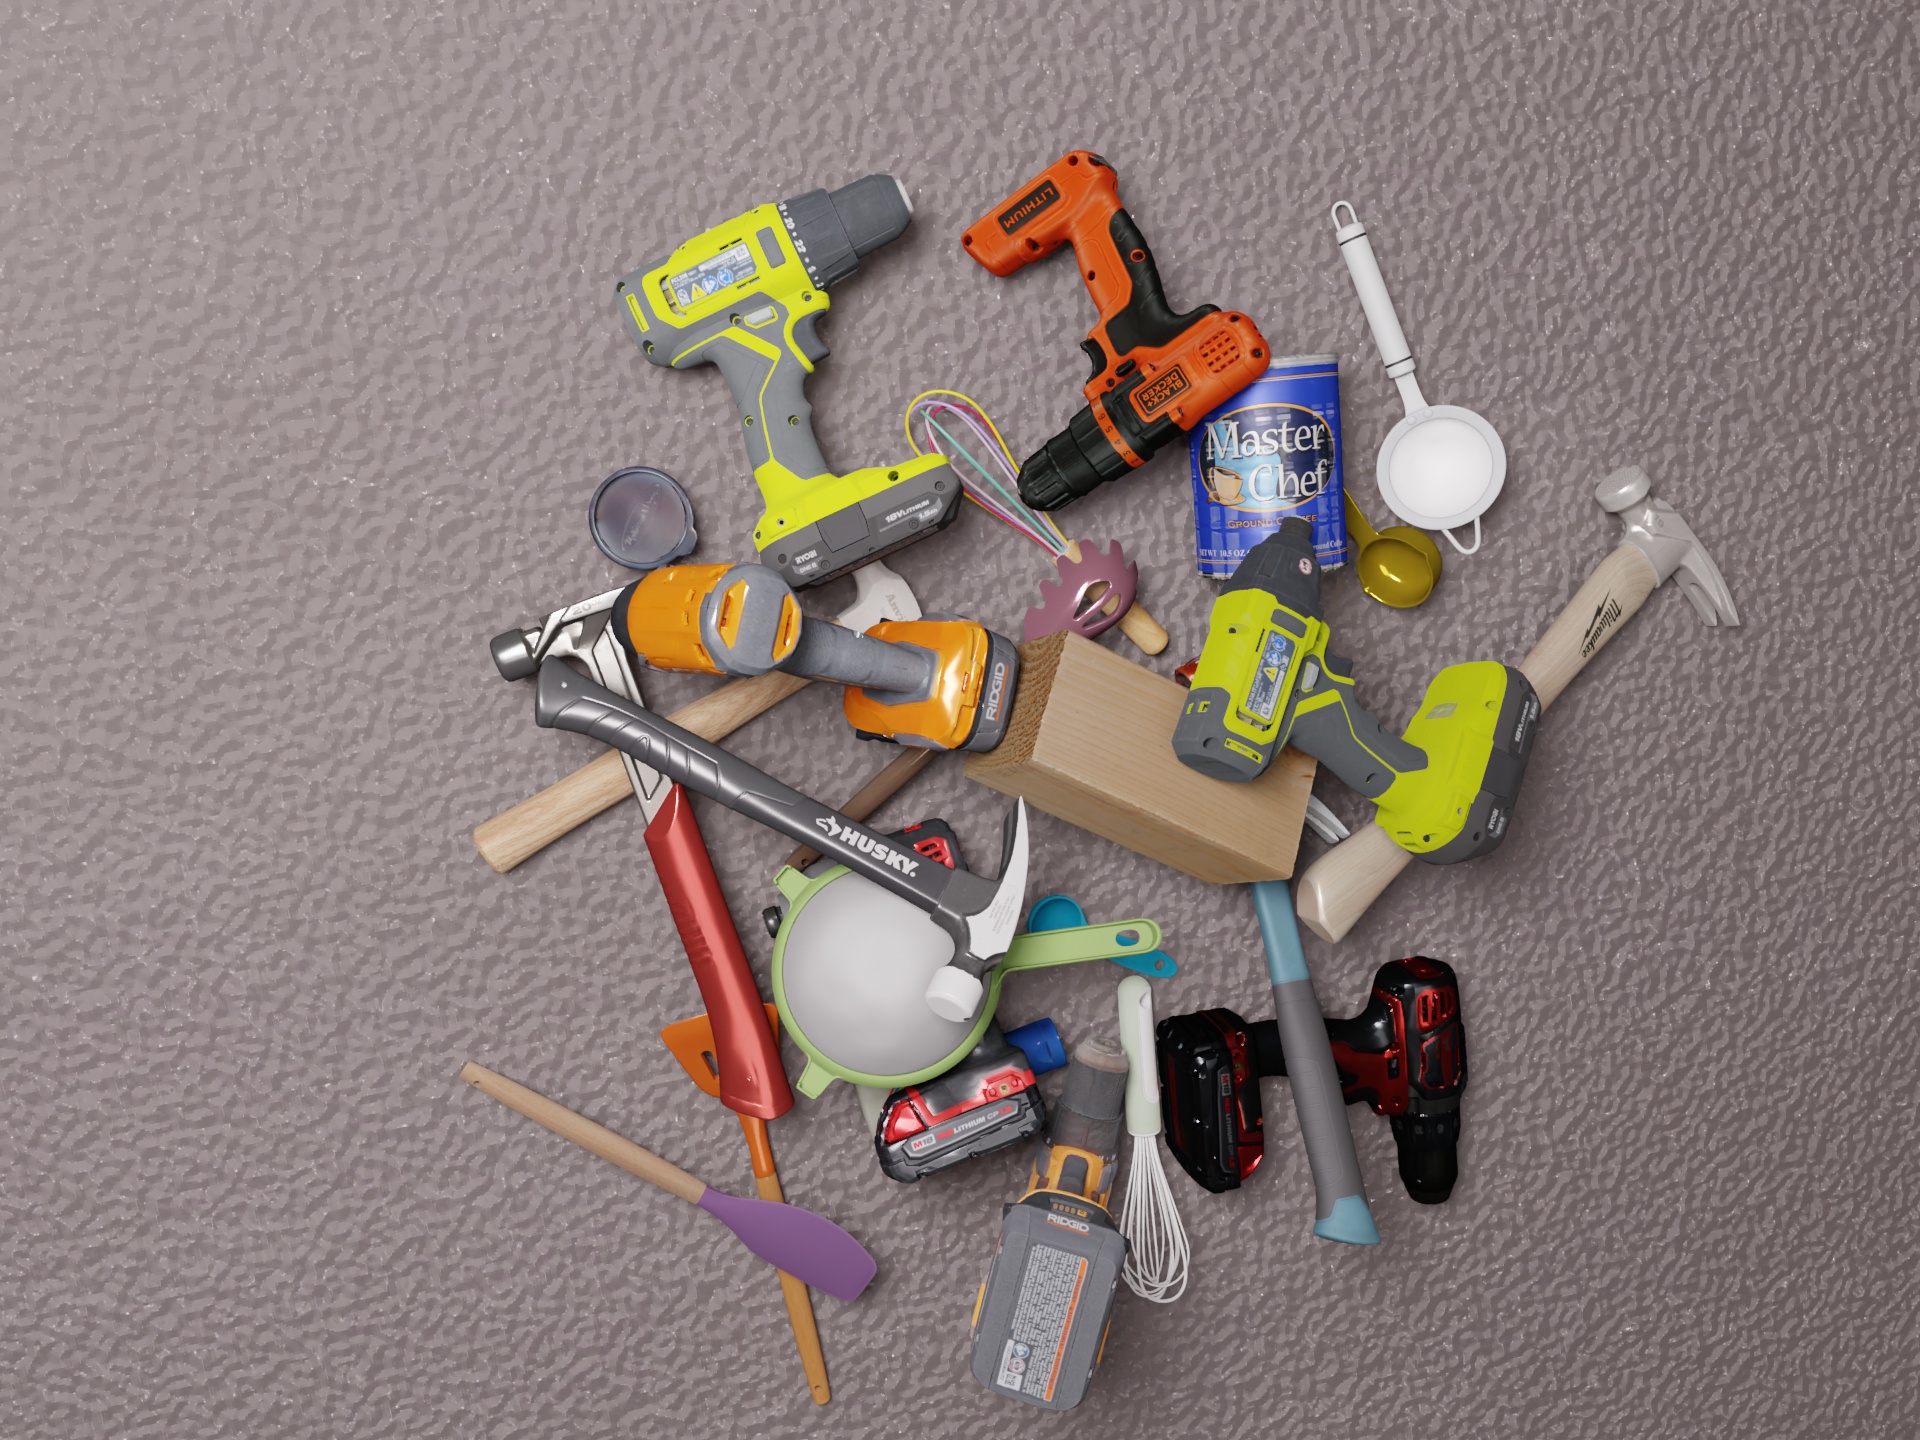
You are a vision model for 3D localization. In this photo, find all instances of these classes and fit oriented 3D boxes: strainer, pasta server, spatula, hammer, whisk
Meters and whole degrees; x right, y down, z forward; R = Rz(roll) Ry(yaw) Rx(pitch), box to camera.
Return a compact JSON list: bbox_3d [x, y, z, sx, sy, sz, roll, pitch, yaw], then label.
[{"bbox_3d":[0.311,-0.239,1.109,0.087,0.050,0.258,-21,97,18],"label":"strainer"},{"bbox_3d":[-0.002,-0.003,1.080,0.316,0.040,0.060,-42,113,9],"label":"pasta server"},{"bbox_3d":[-0.199,0.312,1.093,0.316,0.018,0.059,29,114,-5],"label":"spatula"},{"bbox_3d":[0.006,0.151,1.014,0.256,0.069,0.151,-7,79,-4],"label":"strainer"},{"bbox_3d":[-0.172,0.004,1.063,0.331,0.031,0.130,-32,103,-4],"label":"hammer"},{"bbox_3d":[-0.133,0.345,1.121,0.081,0.041,0.322,-13,102,-2],"label":"spatula"},{"bbox_3d":[0.057,-0.132,1.079,0.244,0.051,0.047,43,84,-17],"label":"whisk"},{"bbox_3d":[0.135,0.307,1.163,0.057,0.059,0.246,-11,99,-48],"label":"whisk"},{"bbox_3d":[-0.113,0.047,0.983,0.335,0.035,0.146,28,57,0],"label":"hammer"},{"bbox_3d":[0.231,0.195,1.103,0.128,0.033,0.331,-8,76,-12],"label":"hammer"},{"bbox_3d":[0.392,0.007,1.130,0.410,0.038,0.146,-45,105,-12],"label":"hammer"},{"bbox_3d":[-0.172,0.088,1.035,0.149,0.037,0.359,-20,97,-5],"label":"hammer"}]

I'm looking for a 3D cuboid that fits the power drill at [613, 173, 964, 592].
[{"bbox_3d":[-0.086,-0.213,0.996,0.190,0.080,0.228,-24,92,4],"label":"power drill"}]

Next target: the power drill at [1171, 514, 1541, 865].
[{"bbox_3d":[0.255,-0.015,1.014,0.223,0.080,0.171,26,77,-20],"label":"power drill"}]

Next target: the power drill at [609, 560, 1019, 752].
[{"bbox_3d":[-0.096,-0.042,0.963,0.226,0.164,0.084,15,84,-39],"label":"power drill"}]

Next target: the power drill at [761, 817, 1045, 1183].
[{"bbox_3d":[-0.038,0.189,1.075,0.143,0.078,0.220,-19,84,-8],"label":"power drill"}]

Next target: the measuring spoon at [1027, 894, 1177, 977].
[{"bbox_3d":[0.102,0.159,1.150,0.128,0.021,0.042,24,93,-22],"label":"measuring spoon"}]

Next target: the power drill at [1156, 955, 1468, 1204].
[{"bbox_3d":[0.268,0.282,1.170,0.226,0.080,0.188,-9,101,-12],"label":"power drill"}]

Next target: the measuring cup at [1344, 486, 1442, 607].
[{"bbox_3d":[0.282,-0.149,1.121,0.029,0.062,0.156,-39,92,-37],"label":"measuring cup"}]

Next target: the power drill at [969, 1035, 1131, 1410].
[{"bbox_3d":[0.072,0.325,1.064,0.084,0.226,0.185,15,98,7],"label":"power drill"}]
